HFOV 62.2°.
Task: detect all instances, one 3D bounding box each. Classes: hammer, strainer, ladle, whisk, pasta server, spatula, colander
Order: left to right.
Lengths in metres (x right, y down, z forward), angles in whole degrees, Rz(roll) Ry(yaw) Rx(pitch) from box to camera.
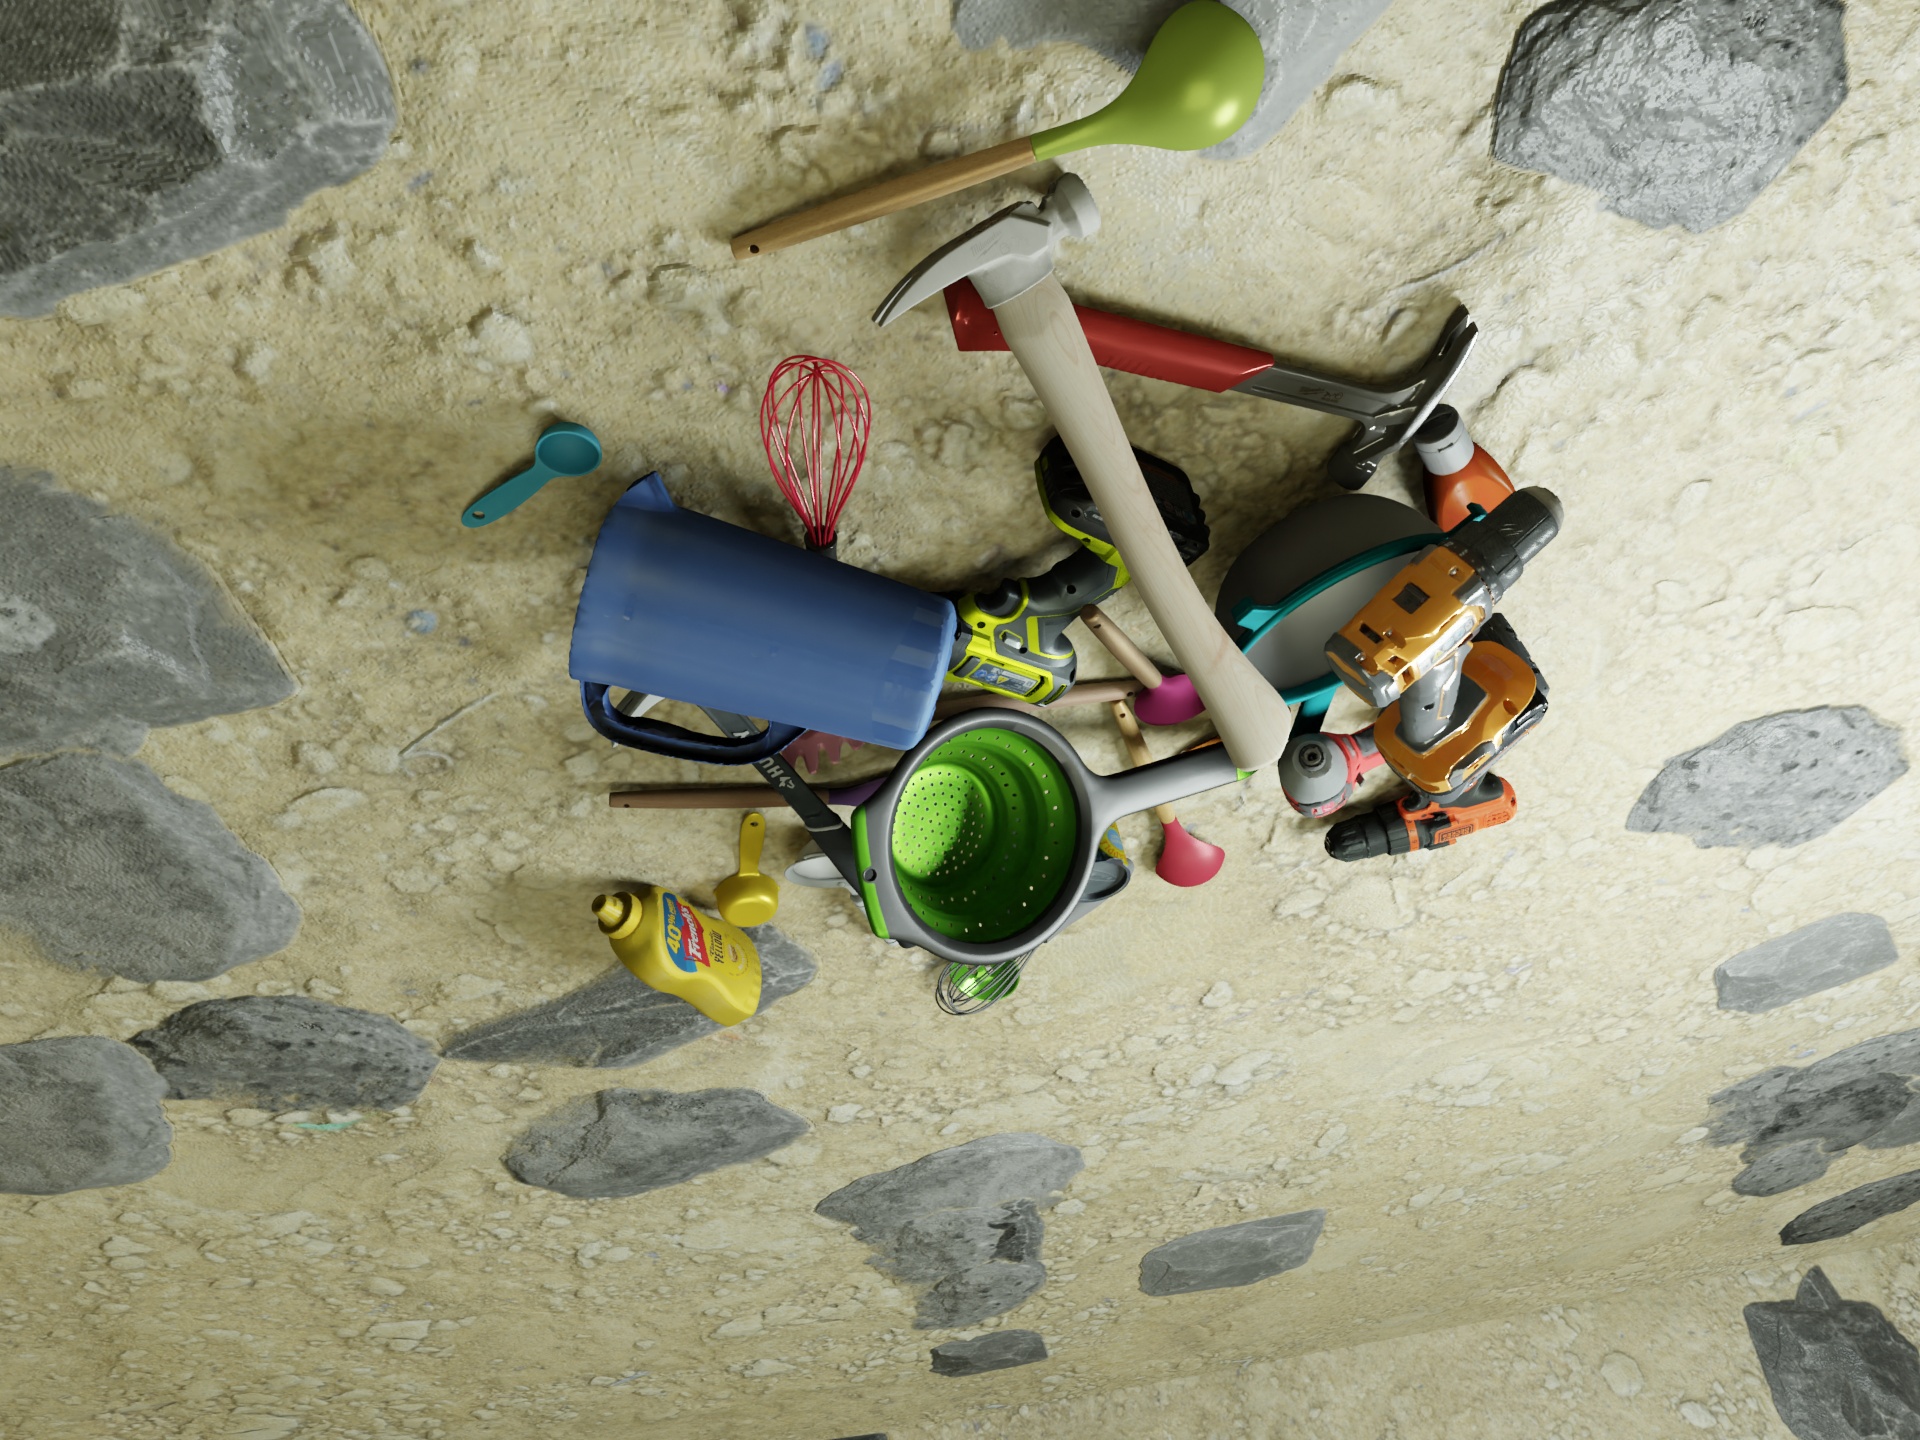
[{"bbox_3d":[-0.138,0.064,1.355,0.315,0.018,0.059,0,139,-16],"label":"spatula"},{"bbox_3d":[-0.124,0.075,1.283,0.149,0.036,0.408,-27,135,8],"label":"hammer"},{"bbox_3d":[-0.096,-0.138,1.092,0.073,0.073,0.295,-6,147,-7],"label":"whisk"},{"bbox_3d":[-0.096,0.157,1.465,0.087,0.050,0.258,-12,148,11],"label":"strainer"},{"bbox_3d":[-0.002,-0.004,1.292,0.316,0.040,0.060,-7,134,-8],"label":"pasta server"},{"bbox_3d":[0.016,-0.325,0.909,0.320,0.062,0.078,-14,136,14],"label":"ladle"},{"bbox_3d":[0.073,0.196,1.481,0.239,0.055,0.055,-34,148,-24],"label":"whisk"},{"bbox_3d":[0.074,0.070,1.324,0.397,0.204,0.094,-15,-170,-27],"label":"colander"},{"bbox_3d":[0.101,-0.127,1.016,0.146,0.038,0.410,-31,115,0],"label":"hammer"},{"bbox_3d":[0.183,0.073,1.444,0.069,0.031,0.315,-20,139,9],"label":"ladle"},{"bbox_3d":[0.160,-0.242,1.042,0.359,0.037,0.149,8,137,-23],"label":"hammer"},{"bbox_3d":[0.272,-0.078,1.240,0.211,0.095,0.340,-23,158,-6],"label":"strainer"}]

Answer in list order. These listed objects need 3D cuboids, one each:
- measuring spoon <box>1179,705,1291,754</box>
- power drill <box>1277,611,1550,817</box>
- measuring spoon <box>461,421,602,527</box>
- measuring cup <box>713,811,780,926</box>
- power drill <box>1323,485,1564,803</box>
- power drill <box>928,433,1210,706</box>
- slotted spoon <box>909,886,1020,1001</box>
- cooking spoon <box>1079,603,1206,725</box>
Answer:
[{"bbox_3d":[0.237,0.011,1.396,0.117,0.011,0.021,-28,140,25],"label":"measuring spoon"},{"bbox_3d":[0.363,0.005,1.311,0.219,0.079,0.143,-29,162,7],"label":"power drill"},{"bbox_3d":[-0.286,-0.162,1.046,0.128,0.021,0.042,-25,141,30],"label":"measuring spoon"},{"bbox_3d":[-0.187,0.136,1.421,0.062,0.029,0.156,-2,142,-13],"label":"measuring cup"},{"bbox_3d":[0.361,-0.054,1.136,0.185,0.084,0.226,-42,144,0],"label":"power drill"},{"bbox_3d":[0.057,-0.103,1.156,0.171,0.080,0.223,17,136,-33],"label":"power drill"},{"bbox_3d":[-0.023,0.190,1.534,0.070,0.031,0.313,-22,138,12],"label":"slotted spoon"},{"bbox_3d":[0.142,-0.037,1.227,0.069,0.017,0.318,-24,159,14],"label":"cooking spoon"}]
